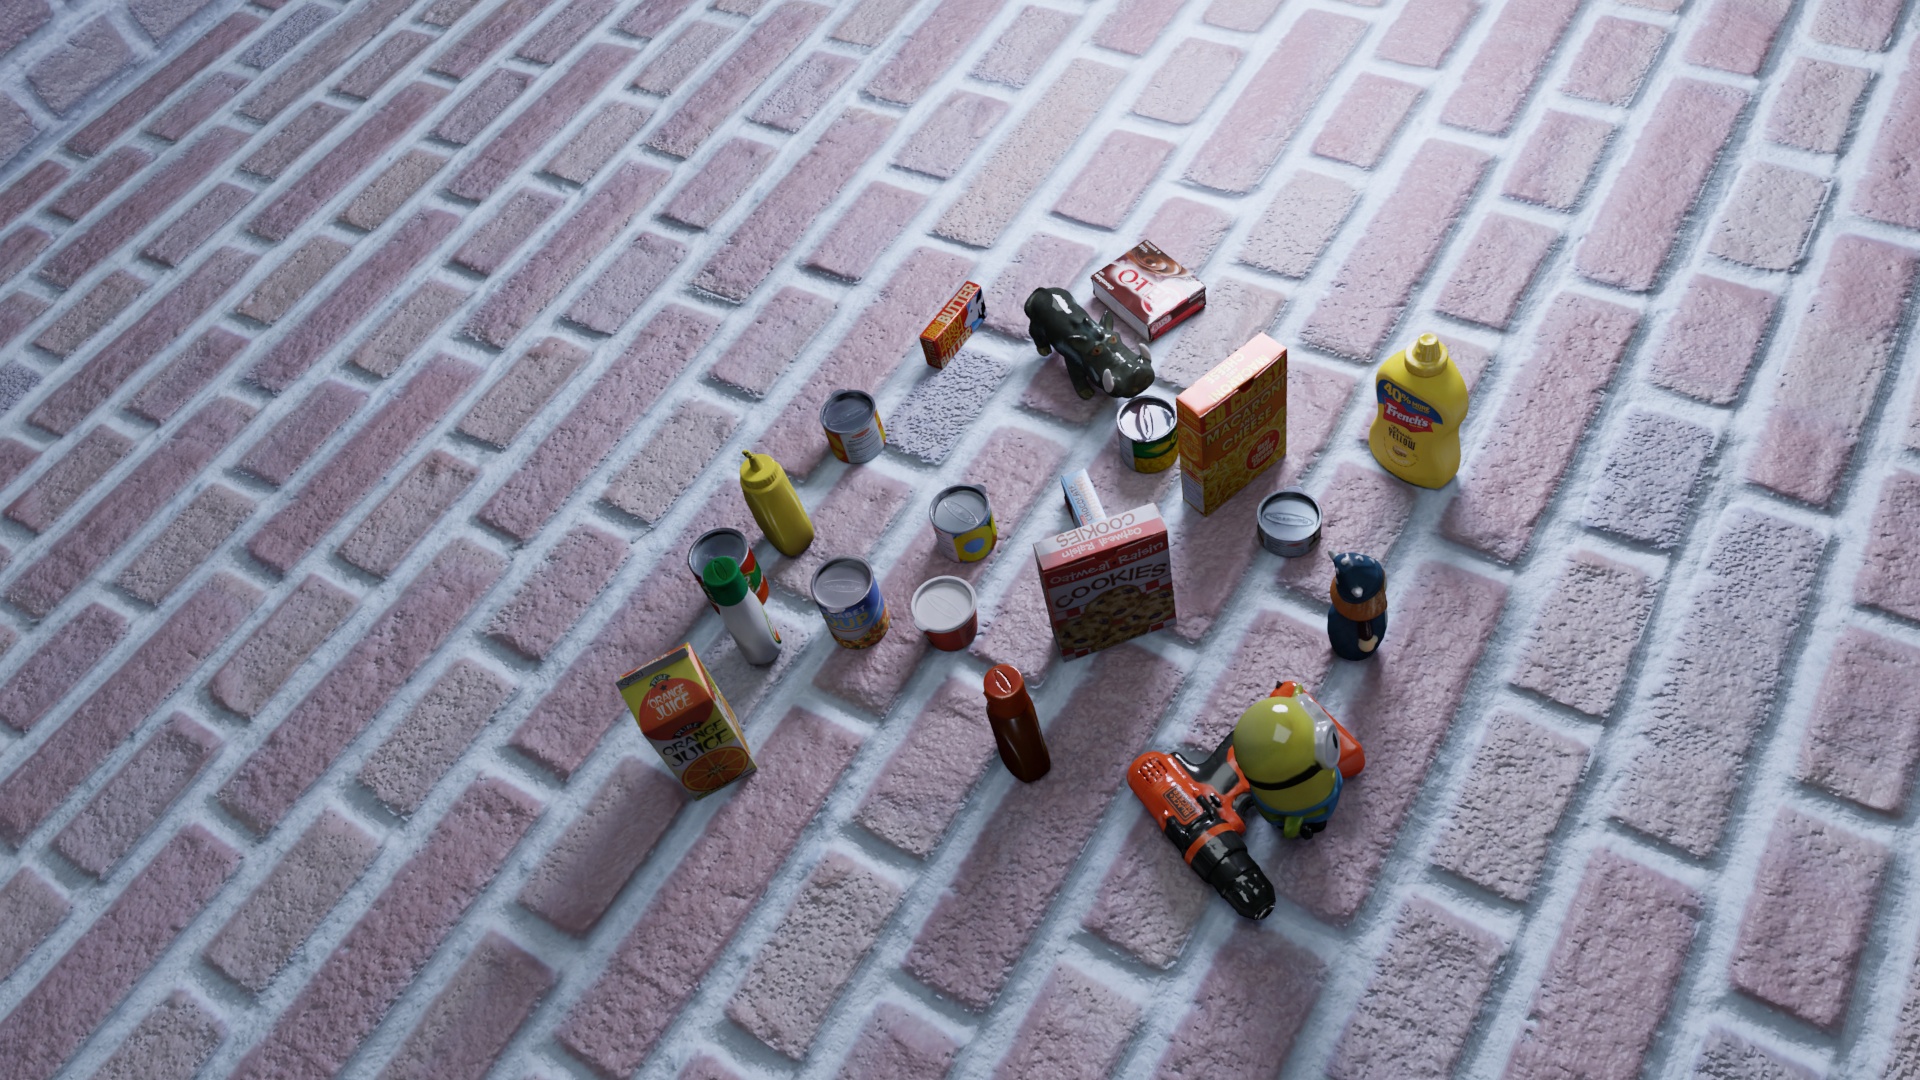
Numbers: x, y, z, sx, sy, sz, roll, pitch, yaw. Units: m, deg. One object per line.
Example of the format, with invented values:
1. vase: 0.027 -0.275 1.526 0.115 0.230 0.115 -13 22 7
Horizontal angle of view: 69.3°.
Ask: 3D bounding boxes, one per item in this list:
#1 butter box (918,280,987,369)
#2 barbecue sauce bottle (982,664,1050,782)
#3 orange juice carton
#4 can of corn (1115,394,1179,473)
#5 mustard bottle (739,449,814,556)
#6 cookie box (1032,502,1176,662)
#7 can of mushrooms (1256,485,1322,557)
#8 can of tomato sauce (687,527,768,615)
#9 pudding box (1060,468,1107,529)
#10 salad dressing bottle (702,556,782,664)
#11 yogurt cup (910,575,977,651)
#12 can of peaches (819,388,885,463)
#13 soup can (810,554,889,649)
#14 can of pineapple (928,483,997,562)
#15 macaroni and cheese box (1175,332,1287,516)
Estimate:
1. butter box: -0.008 -0.259 1.673 0.024 0.053 0.104 25 63 27
2. barbecue sauce bottle: 0.050 0.167 1.293 0.044 0.147 0.065 -29 54 -9
3. orange juice carton: -0.265 0.166 1.332 0.072 0.191 0.073 -27 54 -8
4. can of corn: 0.208 -0.116 1.521 0.071 0.058 0.071 -6 54 8
5. mustard bottle: -0.203 -0.047 1.494 0.049 0.159 0.065 -40 57 -16
6. cookie box: 0.143 0.044 1.350 0.123 0.166 0.040 -19 53 -2
7. can of mushrooms: 0.341 -0.019 1.438 0.071 0.033 0.071 -6 54 8
8. can of tomato sauce: -0.248 0.038 1.490 0.071 0.082 0.071 -6 54 8
9. pudding box: 0.134 -0.030 1.479 0.030 0.049 0.084 -19 53 -1
10. salad dressing bottle: -0.223 0.072 1.420 0.044 0.147 0.064 -29 54 -9
11. yogurt cup: -0.013 0.078 1.429 0.072 0.053 0.073 -6 54 8
12. can of peaches: -0.124 -0.132 1.602 0.071 0.057 0.071 -6 54 8
13. soup can: -0.114 0.067 1.440 0.071 0.083 0.072 -6 54 8
14. can of pineapple: 0.005 -0.019 1.493 0.071 0.057 0.071 -6 54 8
15. macaroni and cheese box: 0.283 -0.118 1.438 0.124 0.165 0.040 -38 56 -15
